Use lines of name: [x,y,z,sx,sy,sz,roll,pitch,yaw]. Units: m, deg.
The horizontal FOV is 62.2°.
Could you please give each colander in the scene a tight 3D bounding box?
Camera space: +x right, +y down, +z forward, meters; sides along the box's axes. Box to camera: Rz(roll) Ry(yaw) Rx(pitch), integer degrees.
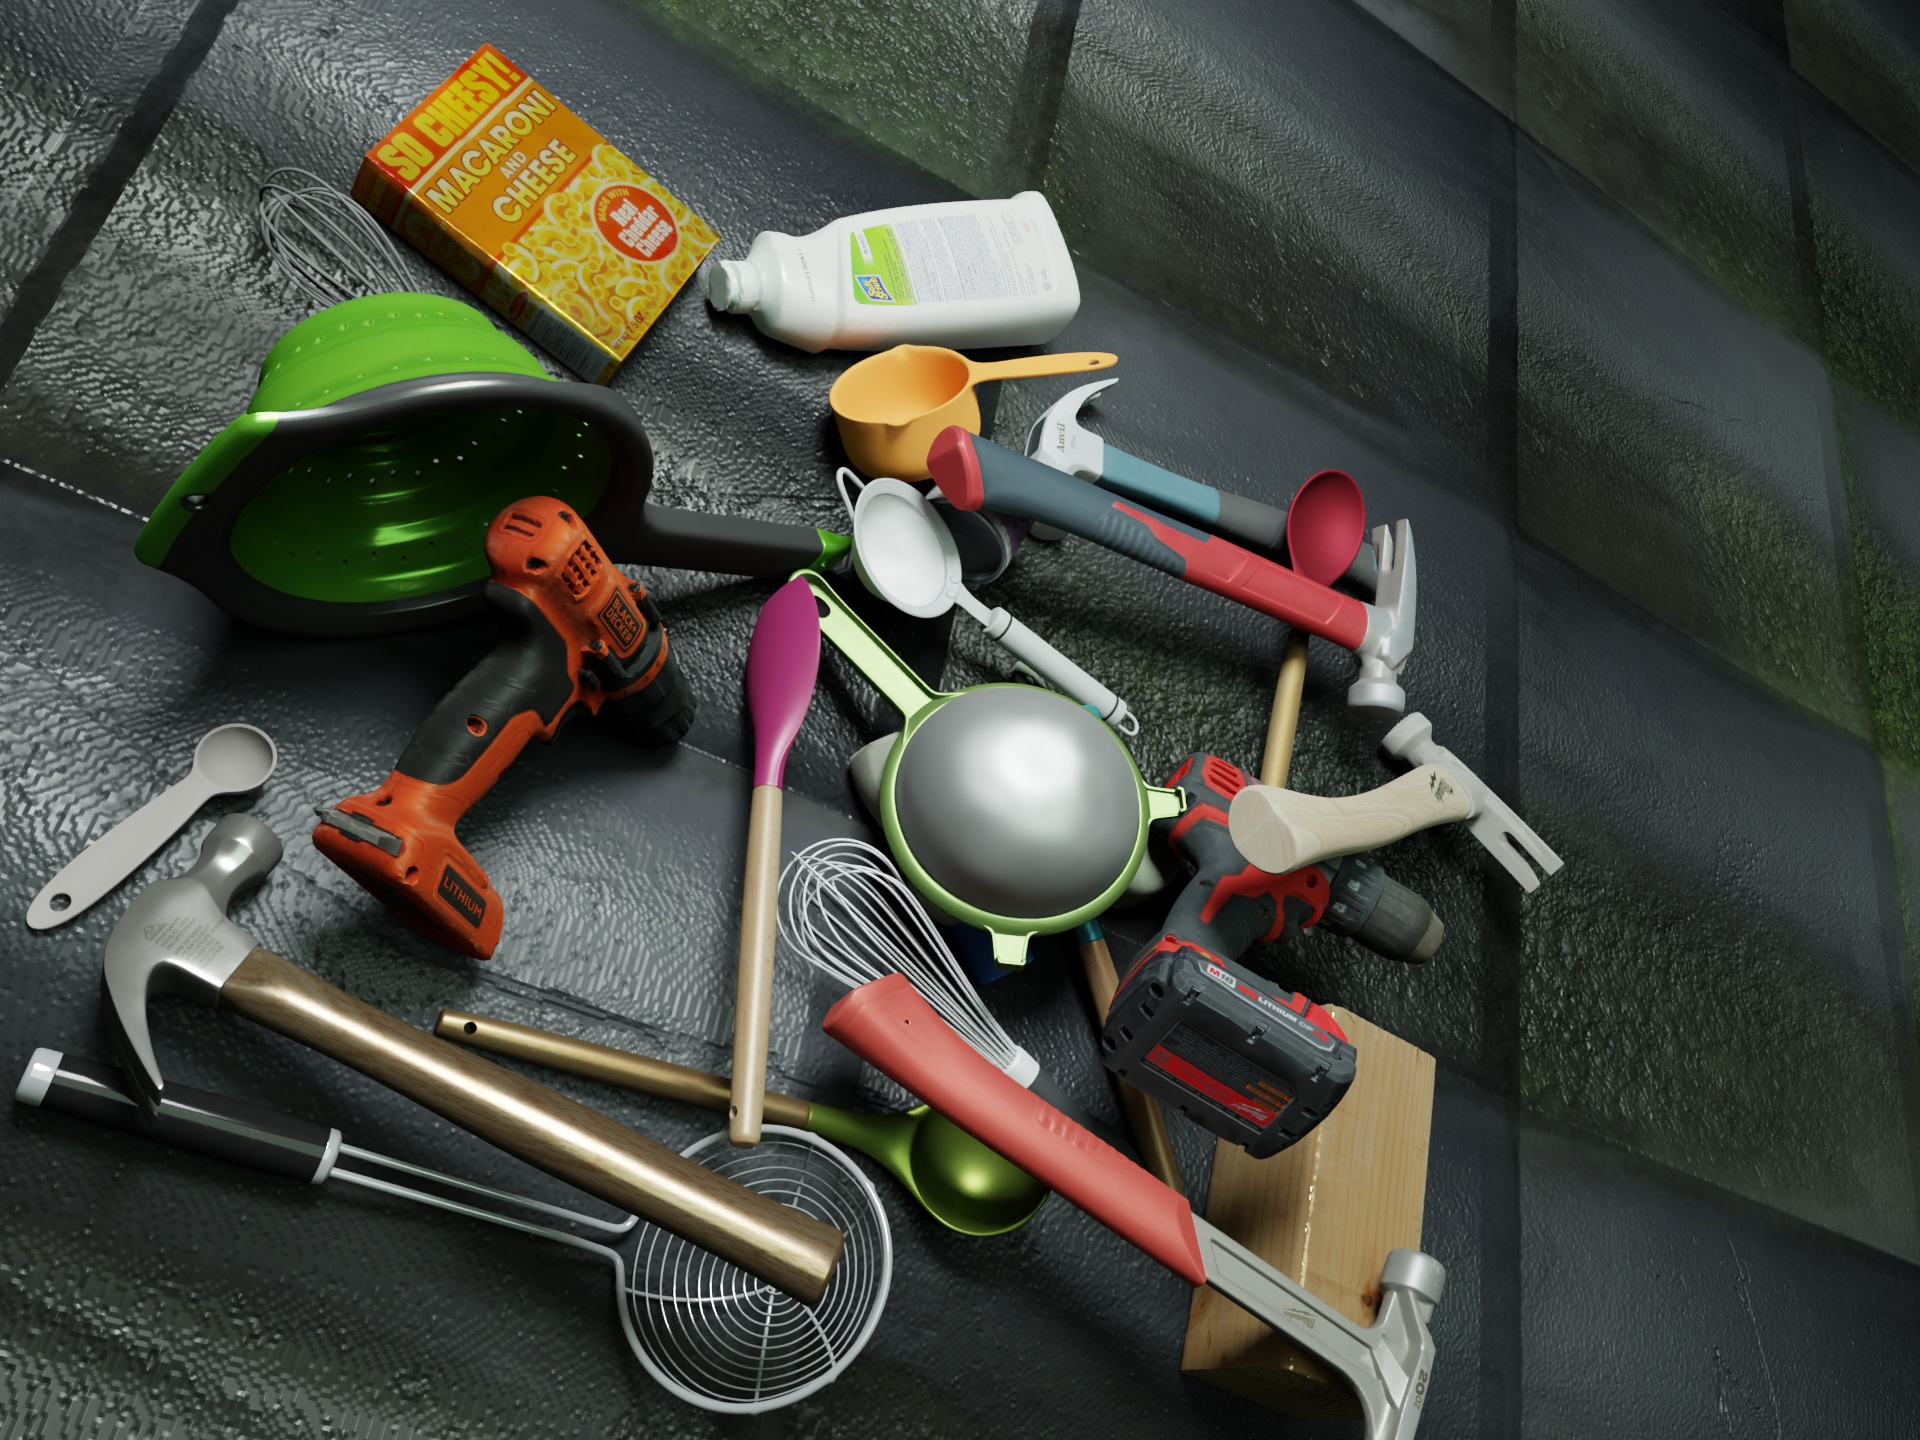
colander: [-0.203,-0.127,0.790,0.397,0.204,0.095,0,62,-53]

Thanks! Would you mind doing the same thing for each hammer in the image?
hammer: [0.082,0.249,0.793,0.359,0.036,0.149,35,56,-6]
hammer: [0.149,-0.118,1.008,0.386,0.038,0.143,18,71,-31]
hammer: [0.264,0.063,0.960,0.146,0.038,0.410,49,24,20]
hammer: [-0.202,0.161,0.671,0.331,0.031,0.130,28,41,-3]
hammer: [0.189,-0.146,1.130,0.330,0.033,0.128,15,63,-28]

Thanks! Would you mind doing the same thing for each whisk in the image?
whisk: [-0.270,-0.195,0.838,0.238,0.055,0.055,43,53,-17]
whisk: [0.008,0.168,0.862,0.284,0.070,0.070,46,52,-14]

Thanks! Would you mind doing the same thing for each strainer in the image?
strainer: [0.014,-0.060,0.950,0.258,0.050,0.087,36,48,-23]
strainer: [-0.001,-0.003,0.855,0.151,0.069,0.256,-39,77,-26]

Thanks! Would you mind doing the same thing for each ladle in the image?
ladle: [0.228,-0.030,1.085,0.069,0.031,0.316,25,67,-26]
ladle: [-0.096,0.188,0.781,0.320,0.062,0.078,21,67,-22]

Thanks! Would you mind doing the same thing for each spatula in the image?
spatula: [0.084,0.152,0.912,0.082,0.044,0.317,-16,84,-14]

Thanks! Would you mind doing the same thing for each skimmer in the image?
skimmer: [-0.205,0.199,0.680,0.363,0.090,0.127,25,59,-23]

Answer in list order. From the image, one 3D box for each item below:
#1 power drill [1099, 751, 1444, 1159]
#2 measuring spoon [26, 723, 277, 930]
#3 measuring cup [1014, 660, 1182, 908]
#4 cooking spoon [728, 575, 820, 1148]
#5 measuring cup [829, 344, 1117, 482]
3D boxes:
power drill: [0.180,0.129,0.883,0.188,0.080,0.227,31,37,-2]
measuring spoon: [-0.354,0.049,0.699,0.034,0.018,0.124,40,59,4]
measuring cup: [0.081,0.033,0.974,0.083,0.038,0.167,-24,86,-38]
cooking spoon: [-0.099,0.058,0.804,0.017,0.068,0.319,25,49,-34]
measuring cup: [0.010,-0.188,0.963,0.173,0.052,0.095,-6,41,5]
